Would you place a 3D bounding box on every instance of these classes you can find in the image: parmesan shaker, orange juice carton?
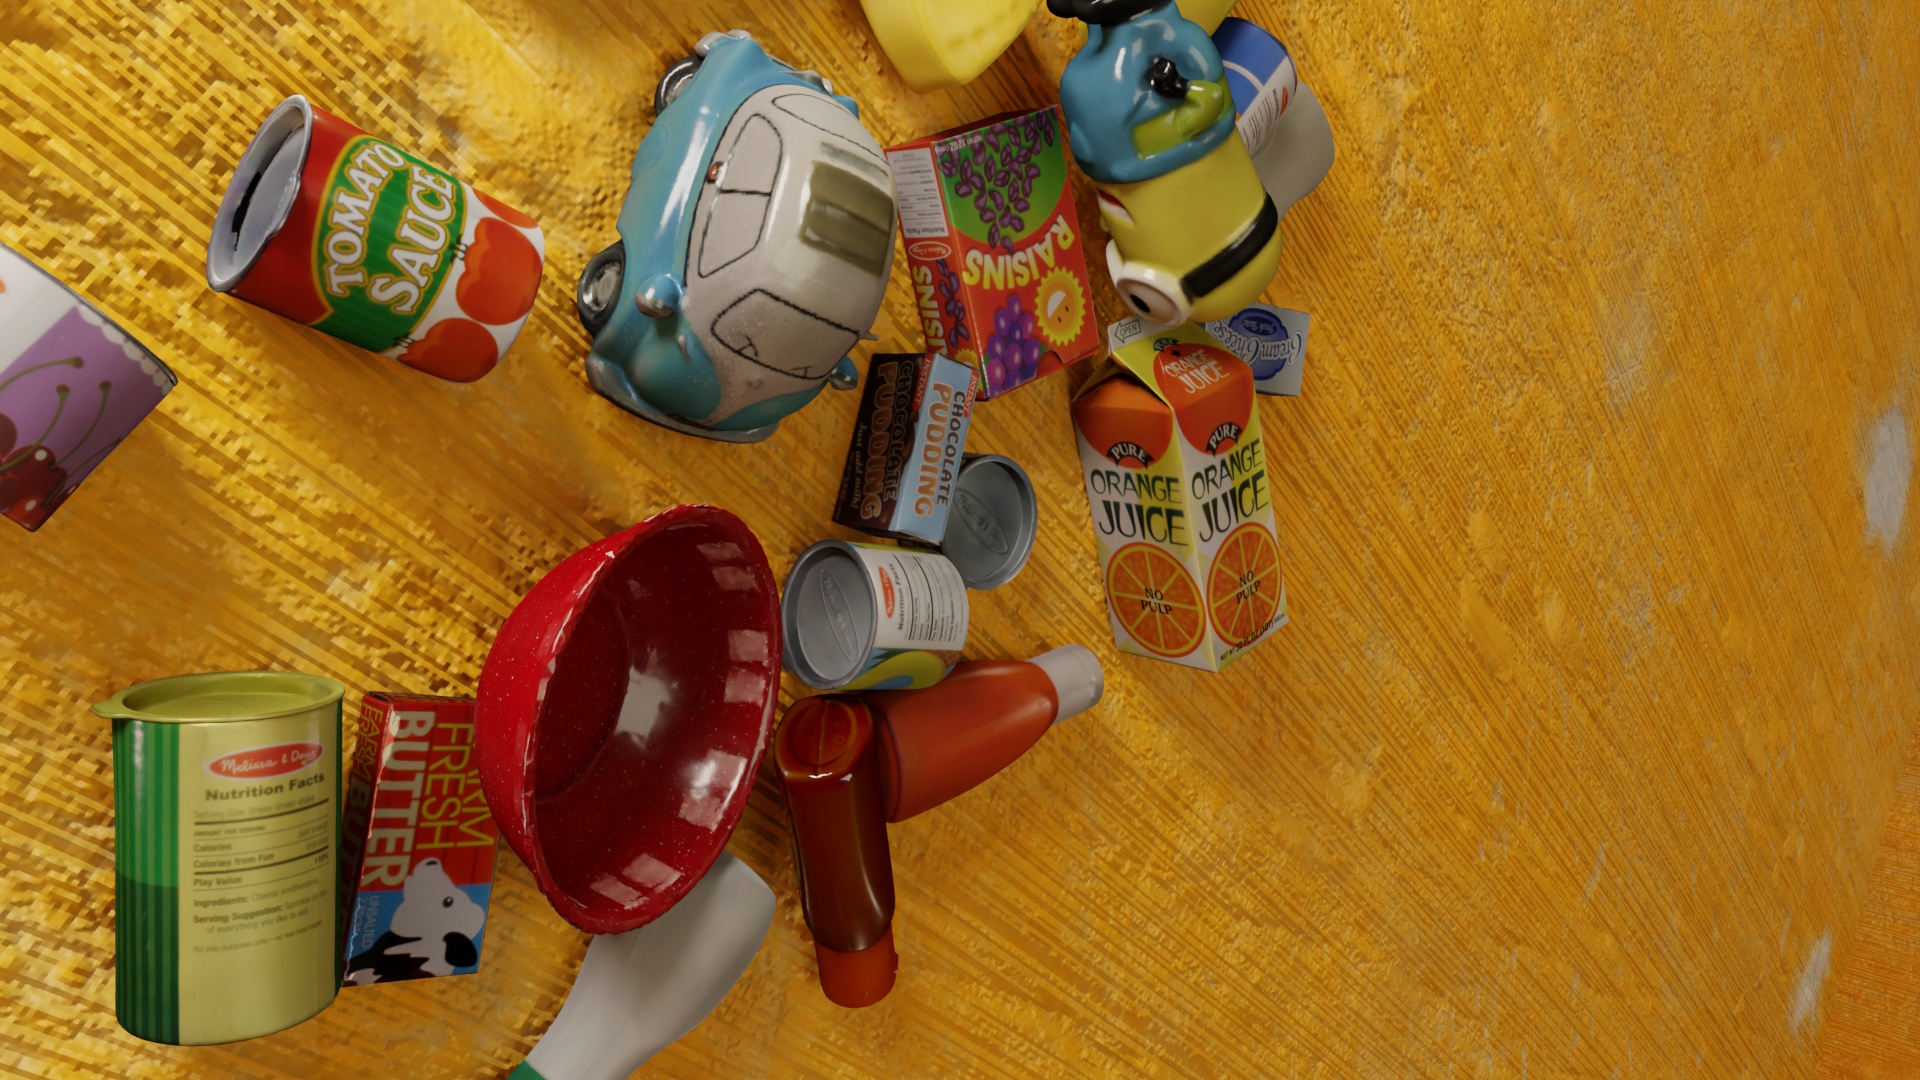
[{"bbox_3d":[-0.236,0.099,0.444,0.071,0.071,0.103,-2,99,-43],"label":"parmesan shaker"},{"bbox_3d":[0.118,-0.033,0.755,0.072,0.073,0.192,-27,114,-37],"label":"orange juice carton"}]

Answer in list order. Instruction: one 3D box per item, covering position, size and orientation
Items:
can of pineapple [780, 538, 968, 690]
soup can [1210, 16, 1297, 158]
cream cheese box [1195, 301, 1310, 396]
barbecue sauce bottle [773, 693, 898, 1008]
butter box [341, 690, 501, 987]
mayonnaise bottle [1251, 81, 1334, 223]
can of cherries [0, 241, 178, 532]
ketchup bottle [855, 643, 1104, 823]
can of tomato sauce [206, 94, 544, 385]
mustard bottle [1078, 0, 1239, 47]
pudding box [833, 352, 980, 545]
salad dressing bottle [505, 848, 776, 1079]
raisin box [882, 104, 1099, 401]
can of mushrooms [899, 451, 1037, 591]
[{"bbox_3d":[-0.040,0.034,0.623,0.058,0.071,0.071,6,92,-44],"label":"can of pineapple"},{"bbox_3d":[0.129,-0.229,0.745,0.084,0.071,0.071,-55,128,-22],"label":"soup can"},{"bbox_3d":[0.167,-0.115,0.823,0.104,0.024,0.053,1,97,-43],"label":"cream cheese box"},{"bbox_3d":[-0.053,0.145,0.624,0.065,0.044,0.147,-92,177,-61],"label":"barbecue sauce bottle"},{"bbox_3d":[-0.198,0.108,0.511,0.053,0.024,0.103,9,90,-44],"label":"butter box"},{"bbox_3d":[0.160,-0.198,0.794,0.149,0.041,0.064,-50,125,-25],"label":"mayonnaise bottle"},{"bbox_3d":[-0.269,-0.043,0.393,0.071,0.071,0.058,48,64,-37],"label":"can of cherries"},{"bbox_3d":[0.011,0.088,0.692,0.149,0.043,0.064,-16,109,-41],"label":"ketchup bottle"},{"bbox_3d":[-0.189,-0.096,0.457,0.083,0.071,0.071,24,80,-43],"label":"can of tomato sauce"},{"bbox_3d":[0.124,-0.299,0.730,0.161,0.065,0.048,-51,123,-31],"label":"mustard bottle"},{"bbox_3d":[-0.024,-0.042,0.635,0.030,0.049,0.083,17,85,-42],"label":"pudding box"},{"bbox_3d":[-0.139,0.192,0.567,0.148,0.044,0.064,-49,128,-25],"label":"salad dressing bottle"},{"bbox_3d":[0.018,-0.138,0.669,0.086,0.040,0.123,-29,116,-38],"label":"raisin box"},{"bbox_3d":[0.002,-0.008,0.677,0.071,0.033,0.071,-9,102,-43],"label":"can of mushrooms"}]
